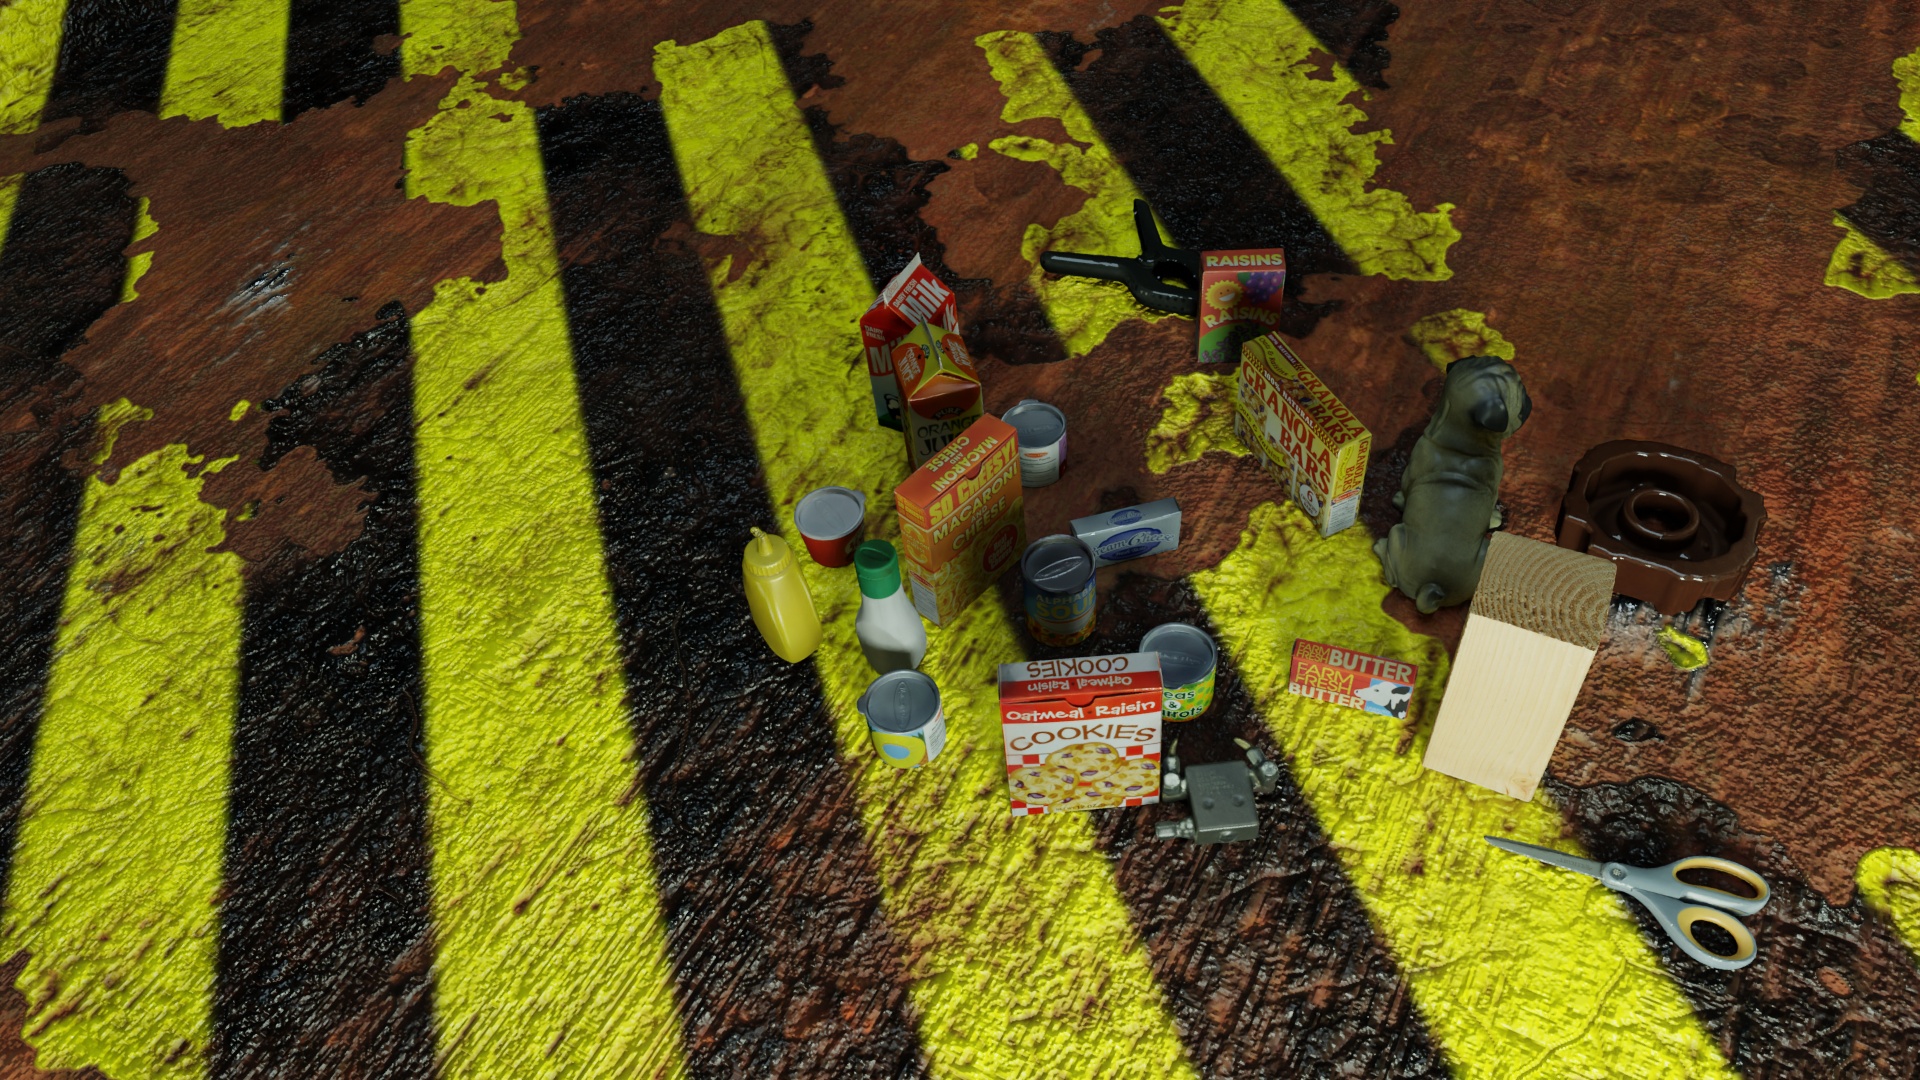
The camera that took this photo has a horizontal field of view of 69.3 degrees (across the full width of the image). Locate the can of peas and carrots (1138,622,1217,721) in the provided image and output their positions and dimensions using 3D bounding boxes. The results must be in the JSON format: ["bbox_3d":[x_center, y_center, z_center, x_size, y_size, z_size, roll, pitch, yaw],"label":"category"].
[{"bbox_3d":[0.186,0.116,1.194,0.071,0.058,0.071,-3,48,4],"label":"can of peas and carrots"}]

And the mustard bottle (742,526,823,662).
[{"bbox_3d":[-0.162,0.041,1.229,0.049,0.159,0.065,-36,54,-23],"label":"mustard bottle"}]

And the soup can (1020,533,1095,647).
[{"bbox_3d":[0.090,0.048,1.247,0.071,0.083,0.072,-3,48,4],"label":"soup can"}]

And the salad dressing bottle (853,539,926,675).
[{"bbox_3d":[-0.065,0.060,1.210,0.064,0.146,0.044,20,54,22],"label":"salad dressing bottle"}]

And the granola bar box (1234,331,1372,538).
[{"bbox_3d":[0.325,-0.102,1.328,0.039,0.123,0.166,-21,50,-12],"label":"granola bar box"}]

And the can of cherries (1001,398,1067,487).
[{"bbox_3d":[0.074,-0.098,1.395,0.071,0.058,0.072,-3,48,4],"label":"can of cherries"}]

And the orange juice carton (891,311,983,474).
[{"bbox_3d":[-0.020,-0.127,1.341,0.073,0.191,0.072,-14,49,-6],"label":"orange juice carton"}]

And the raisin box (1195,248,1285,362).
[{"bbox_3d":[0.293,-0.246,1.459,0.086,0.122,0.040,0,49,6],"label":"raisin box"}]

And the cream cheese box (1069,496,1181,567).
[{"bbox_3d":[0.155,-0.005,1.307,0.104,0.053,0.024,-13,49,-5],"label":"cream cheese box"}]

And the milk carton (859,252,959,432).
[{"bbox_3d":[-0.048,-0.196,1.407,0.073,0.189,0.073,18,53,21],"label":"milk carton"}]

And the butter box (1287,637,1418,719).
[{"bbox_3d":[0.332,0.118,1.180,0.103,0.052,0.024,13,51,17],"label":"butter box"}]

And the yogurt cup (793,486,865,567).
[{"bbox_3d":[-0.123,-0.011,1.342,0.072,0.053,0.073,-3,48,4],"label":"yogurt cup"}]

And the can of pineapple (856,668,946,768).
[{"bbox_3d":[-0.049,0.152,1.187,0.071,0.057,0.071,-3,48,4],"label":"can of pineapple"}]

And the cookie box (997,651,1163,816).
[{"bbox_3d":[0.096,0.156,1.095,0.123,0.166,0.040,-5,48,2],"label":"cookie box"}]

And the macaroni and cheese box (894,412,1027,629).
[{"bbox_3d":[0.004,-0.016,1.258,0.040,0.165,0.124,32,59,29],"label":"macaroni and cheese box"}]
